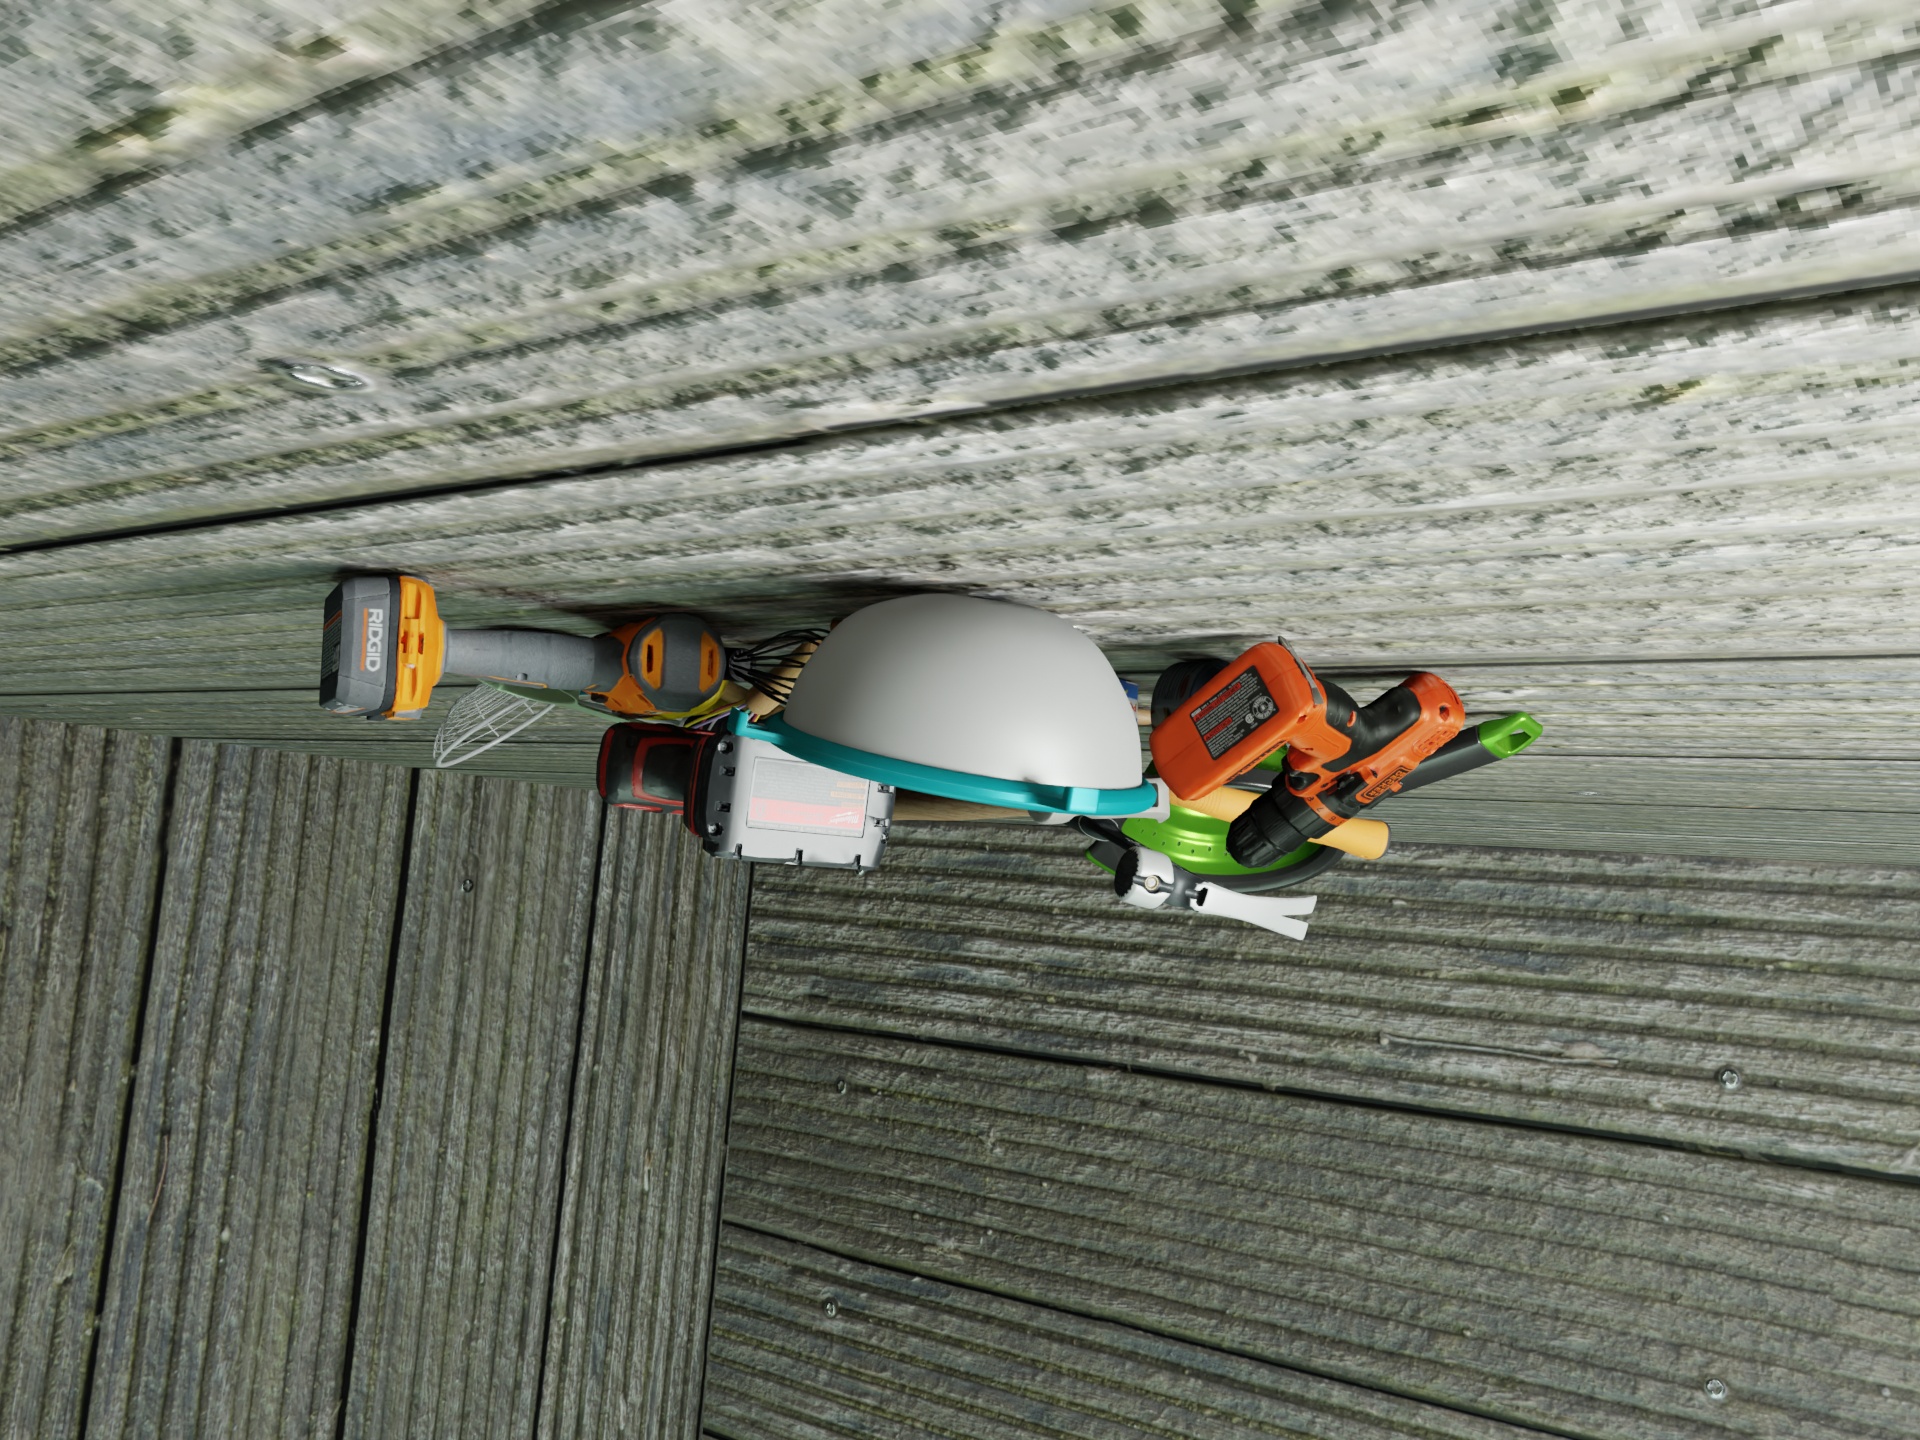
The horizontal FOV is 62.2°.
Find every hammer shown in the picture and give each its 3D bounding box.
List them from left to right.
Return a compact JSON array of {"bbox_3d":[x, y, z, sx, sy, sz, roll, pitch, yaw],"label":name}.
[{"bbox_3d":[0.017,0.055,1.082,0.130,0.031,0.331,2,176,-34],"label":"hammer"},{"bbox_3d":[0.116,0.084,1.193,0.149,0.036,0.409,16,-176,-19],"label":"hammer"},{"bbox_3d":[0.179,0.055,1.179,0.336,0.034,0.127,14,171,-20],"label":"hammer"}]

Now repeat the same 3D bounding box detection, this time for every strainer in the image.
[{"bbox_3d":[0.028,-0.022,0.904,0.211,0.095,0.340,12,-172,18],"label":"strainer"}]

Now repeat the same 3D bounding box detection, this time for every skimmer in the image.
[{"bbox_3d":[-0.282,0.022,1.342,0.363,0.090,0.127,10,-163,21],"label":"skimmer"}]

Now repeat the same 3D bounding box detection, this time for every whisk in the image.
[{"bbox_3d":[-0.148,-0.037,1.053,0.055,0.055,0.239,10,177,-42],"label":"whisk"},{"bbox_3d":[-0.150,-0.005,1.148,0.051,0.047,0.245,-27,176,-37],"label":"whisk"}]

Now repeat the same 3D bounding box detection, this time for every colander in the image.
[{"bbox_3d":[0.278,0.037,1.286,0.204,0.095,0.397,29,142,-34],"label":"colander"}]

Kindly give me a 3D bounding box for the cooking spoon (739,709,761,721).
[{"bbox_3d":[-0.155,0.021,1.396,0.068,0.017,0.319,15,-175,-29],"label":"cooking spoon"}]

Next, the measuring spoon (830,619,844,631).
[{"bbox_3d":[-0.074,-0.051,1.025,0.021,0.011,0.117,5,174,-4],"label":"measuring spoon"}]

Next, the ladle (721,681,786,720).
[{"bbox_3d":[-0.114,0.015,1.340,0.069,0.031,0.315,-6,156,41],"label":"ladle"}]

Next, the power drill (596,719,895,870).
[{"bbox_3d":[-0.118,0.042,1.024,0.187,0.080,0.227,8,179,-27],"label":"power drill"}]

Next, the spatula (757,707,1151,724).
[{"bbox_3d":[-0.002,-0.004,1.263,0.317,0.044,0.082,4,-175,-9],"label":"spatula"}]

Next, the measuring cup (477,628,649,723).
[{"bbox_3d":[-0.278,-0.027,1.177,0.083,0.038,0.167,-1,163,45],"label":"measuring cup"}]

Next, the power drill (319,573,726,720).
[{"bbox_3d":[-0.281,-0.037,1.009,0.226,0.084,0.164,3,176,-27],"label":"power drill"}]

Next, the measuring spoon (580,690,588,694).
[{"bbox_3d":[-0.252,-0.037,1.302,0.128,0.021,0.042,-6,-177,10],"label":"measuring spoon"}]

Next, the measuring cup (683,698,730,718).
[{"bbox_3d":[-0.265,-0.023,1.420,0.157,0.029,0.062,15,-179,37],"label":"measuring cup"}]
